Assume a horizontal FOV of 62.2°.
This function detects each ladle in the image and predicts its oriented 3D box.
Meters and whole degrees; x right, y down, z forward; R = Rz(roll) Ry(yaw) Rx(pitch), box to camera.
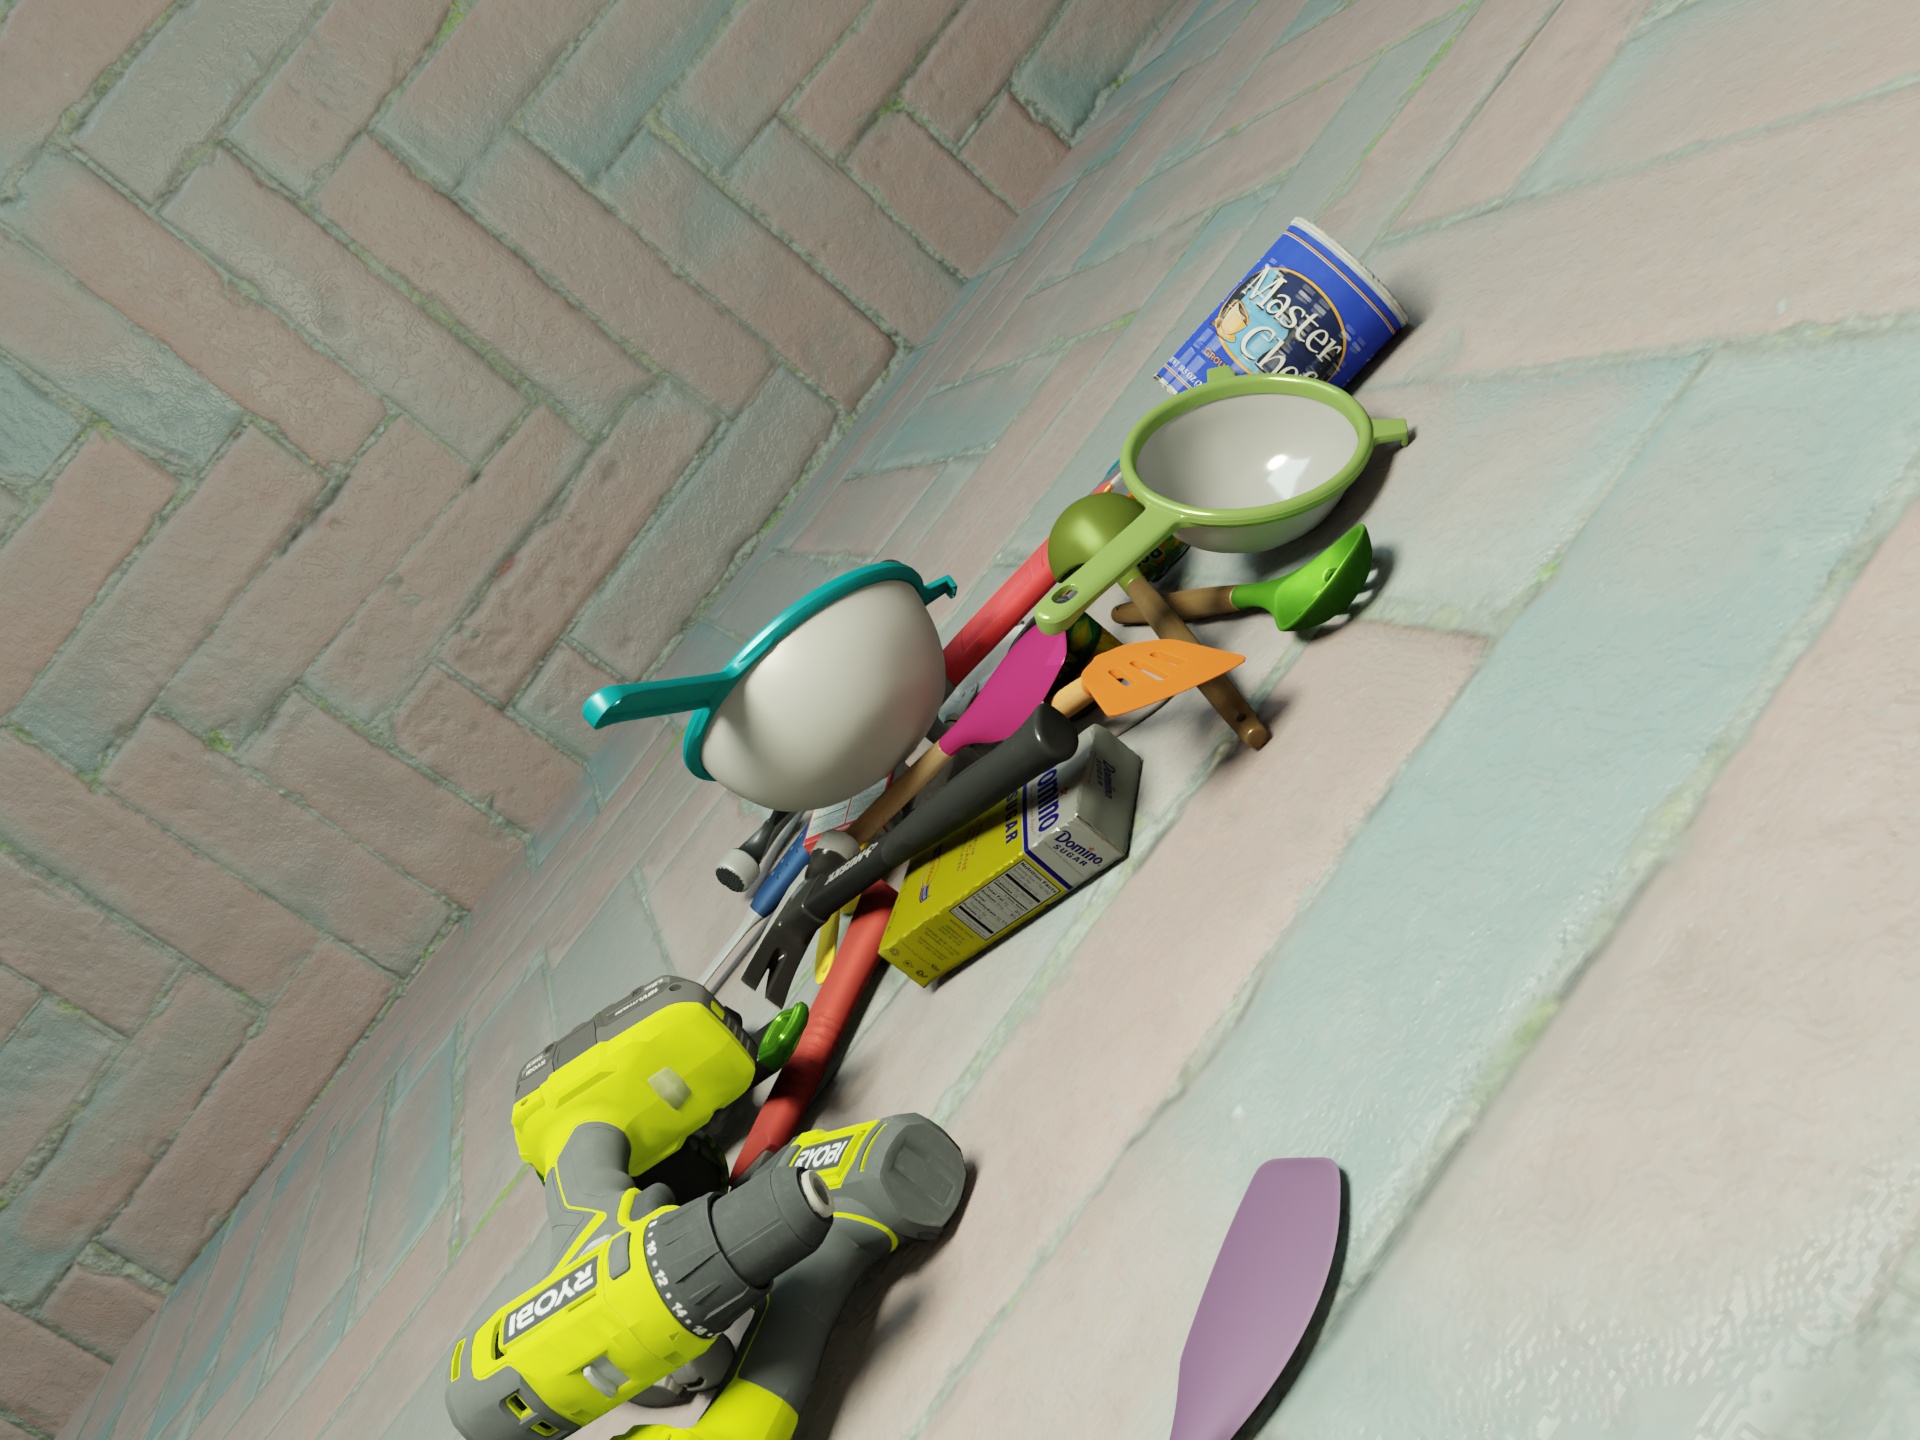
[{"bbox_3d":[0.123,-0.061,0.973,0.078,0.062,0.320,-35,33,6],"label":"ladle"}]

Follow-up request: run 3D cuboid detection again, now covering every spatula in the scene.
[{"bbox_3d":[0.059,0.279,0.508,0.060,0.018,0.316,-24,31,56],"label":"spatula"},{"bbox_3d":[0.078,-0.009,0.962,0.081,0.041,0.322,-22,-4,-13],"label":"spatula"}]

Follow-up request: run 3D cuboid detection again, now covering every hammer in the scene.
[{"bbox_3d":[0.096,-0.137,1.205,0.386,0.038,0.143,-47,36,-2],"label":"hammer"},{"bbox_3d":[-0.113,-0.001,1.315,0.149,0.036,0.408,-54,-3,-37],"label":"hammer"},{"bbox_3d":[-0.034,0.077,0.989,0.334,0.035,0.146,-38,18,49],"label":"hammer"},{"bbox_3d":[-0.117,0.250,1.002,0.149,0.036,0.359,-31,26,49],"label":"hammer"},{"bbox_3d":[-0.179,0.167,1.341,0.405,0.035,0.144,-52,17,-2],"label":"hammer"}]

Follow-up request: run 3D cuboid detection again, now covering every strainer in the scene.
[{"bbox_3d":[0.140,-0.113,0.951,0.256,0.069,0.152,-41,47,-23],"label":"strainer"},{"bbox_3d":[-0.110,0.002,1.048,0.211,0.095,0.340,-49,-16,22],"label":"strainer"},{"bbox_3d":[-0.002,-0.004,1.236,0.087,0.050,0.259,-29,31,42],"label":"strainer"}]

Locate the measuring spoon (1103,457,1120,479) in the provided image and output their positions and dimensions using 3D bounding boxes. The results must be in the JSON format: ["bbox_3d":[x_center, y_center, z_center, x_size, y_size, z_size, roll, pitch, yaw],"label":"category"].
[{"bbox_3d":[0.162,-0.201,1.270,0.129,0.021,0.042,0,53,58],"label":"measuring spoon"}]

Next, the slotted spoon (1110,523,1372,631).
[{"bbox_3d":[0.162,-0.075,0.977,0.070,0.031,0.314,-54,15,-11],"label":"slotted spoon"}]

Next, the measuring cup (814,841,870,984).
[{"bbox_3d":[-0.083,0.145,1.155,0.062,0.029,0.157,-43,21,25],"label":"measuring cup"}]

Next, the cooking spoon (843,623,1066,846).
[{"bbox_3d":[-0.023,0.032,1.100,0.318,0.017,0.069,-45,36,39],"label":"cooking spoon"}]

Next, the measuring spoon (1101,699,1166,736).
[{"bbox_3d":[0.089,0.002,1.014,0.124,0.018,0.034,-35,23,41],"label":"measuring spoon"}]

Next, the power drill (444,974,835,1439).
[{"bbox_3d":[-0.154,0.230,0.791,0.190,0.080,0.229,-34,25,6],"label":"power drill"}]

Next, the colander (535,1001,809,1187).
[{"bbox_3d":[-0.213,0.242,1.076,0.397,0.094,0.205,-43,15,51],"label":"colander"}]

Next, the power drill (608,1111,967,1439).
[{"bbox_3d":[-0.099,0.303,0.779,0.171,0.080,0.223,-30,23,49],"label":"power drill"}]

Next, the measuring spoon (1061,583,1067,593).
[{"bbox_3d":[0.110,-0.135,1.264,0.117,0.011,0.021,-43,18,25],"label":"measuring spoon"}]
